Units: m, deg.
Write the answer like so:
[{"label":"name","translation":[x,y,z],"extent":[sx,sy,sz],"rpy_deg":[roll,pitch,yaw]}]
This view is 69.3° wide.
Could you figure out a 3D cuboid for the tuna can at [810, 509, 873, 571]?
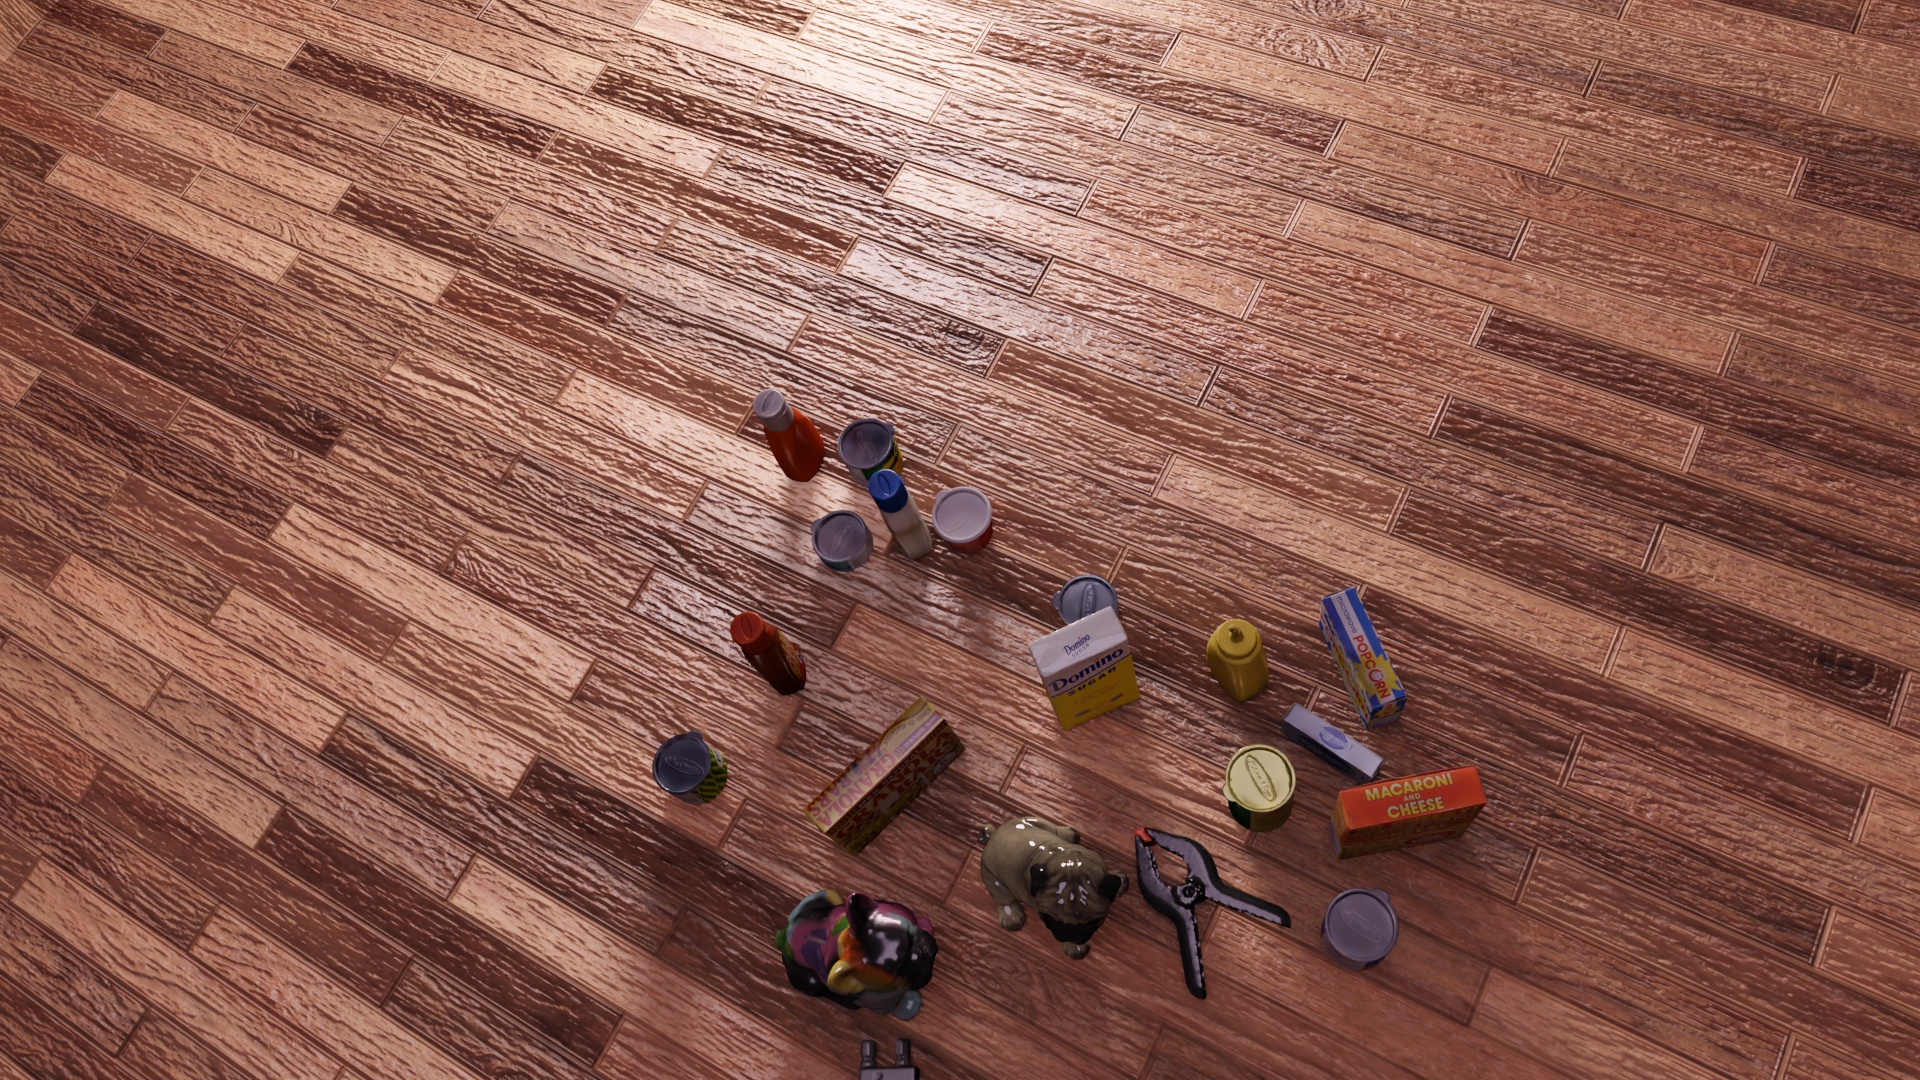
[{"label":"tuna can","translation":[-0.138,0.000,1.601],"extent":[0.071,0.032,0.071],"rpy_deg":[-4,66,9]}]

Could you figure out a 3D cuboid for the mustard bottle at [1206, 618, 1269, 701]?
[{"label":"mustard bottle","translation":[0.280,0.114,1.399],"extent":[0.049,0.159,0.065],"rpy_deg":[-36,65,-5]}]

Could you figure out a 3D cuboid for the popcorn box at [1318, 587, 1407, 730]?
[{"label":"popcorn box","translation":[0.407,0.120,1.413],"extent":[0.038,0.085,0.127],"rpy_deg":[-20,65,2]}]

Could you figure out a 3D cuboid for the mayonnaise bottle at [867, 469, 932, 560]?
[{"label":"mayonnaise bottle","translation":[-0.068,-0.032,1.538],"extent":[0.041,0.147,0.065],"rpy_deg":[-26,65,0]}]

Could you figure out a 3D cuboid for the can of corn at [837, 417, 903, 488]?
[{"label":"can of corn","translation":[-0.102,-0.102,1.625],"extent":[0.071,0.058,0.071],"rpy_deg":[-4,66,10]}]

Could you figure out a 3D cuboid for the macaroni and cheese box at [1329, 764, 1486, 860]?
[{"label":"macaroni and cheese box","translation":[0.416,0.258,1.307],"extent":[0.124,0.166,0.040],"rpy_deg":[-13,66,6]}]

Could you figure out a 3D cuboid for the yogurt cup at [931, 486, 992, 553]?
[{"label":"yogurt cup","translation":[0.006,-0.020,1.570],"extent":[0.072,0.053,0.072],"rpy_deg":[-4,66,10]}]

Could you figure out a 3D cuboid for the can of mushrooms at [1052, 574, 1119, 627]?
[{"label":"can of mushrooms","translation":[0.137,0.072,1.515],"extent":[0.071,0.033,0.071],"rpy_deg":[-4,66,9]}]

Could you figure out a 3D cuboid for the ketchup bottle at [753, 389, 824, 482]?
[{"label":"ketchup bottle","translation":[-0.198,-0.124,1.603],"extent":[0.043,0.148,0.065],"rpy_deg":[13,71,16]}]

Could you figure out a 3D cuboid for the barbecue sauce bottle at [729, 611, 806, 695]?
[{"label":"barbecue sauce bottle","translation":[-0.209,0.118,1.500],"extent":[0.044,0.148,0.065],"rpy_deg":[-22,65,2]}]

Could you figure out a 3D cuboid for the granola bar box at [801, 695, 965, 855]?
[{"label":"granola bar box","translation":[-0.074,0.245,1.432],"extent":[0.166,0.124,0.039],"rpy_deg":[-43,66,-9]}]

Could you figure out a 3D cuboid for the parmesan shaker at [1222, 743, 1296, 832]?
[{"label":"parmesan shaker","translation":[0.293,0.247,1.371],"extent":[0.071,0.102,0.071],"rpy_deg":[-4,67,10]}]

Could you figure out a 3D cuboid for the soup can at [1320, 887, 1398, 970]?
[{"label":"soup can","translation":[0.378,0.367,1.313],"extent":[0.071,0.083,0.071],"rpy_deg":[-4,67,10]}]

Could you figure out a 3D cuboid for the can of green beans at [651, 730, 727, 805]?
[{"label":"can of green beans","translation":[-0.293,0.250,1.510],"extent":[0.071,0.057,0.071],"rpy_deg":[-4,66,10]}]

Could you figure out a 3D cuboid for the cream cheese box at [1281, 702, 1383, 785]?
[{"label":"cream cheese box","translation":[0.374,0.207,1.399],"extent":[0.104,0.053,0.024],"rpy_deg":[33,77,22]}]
